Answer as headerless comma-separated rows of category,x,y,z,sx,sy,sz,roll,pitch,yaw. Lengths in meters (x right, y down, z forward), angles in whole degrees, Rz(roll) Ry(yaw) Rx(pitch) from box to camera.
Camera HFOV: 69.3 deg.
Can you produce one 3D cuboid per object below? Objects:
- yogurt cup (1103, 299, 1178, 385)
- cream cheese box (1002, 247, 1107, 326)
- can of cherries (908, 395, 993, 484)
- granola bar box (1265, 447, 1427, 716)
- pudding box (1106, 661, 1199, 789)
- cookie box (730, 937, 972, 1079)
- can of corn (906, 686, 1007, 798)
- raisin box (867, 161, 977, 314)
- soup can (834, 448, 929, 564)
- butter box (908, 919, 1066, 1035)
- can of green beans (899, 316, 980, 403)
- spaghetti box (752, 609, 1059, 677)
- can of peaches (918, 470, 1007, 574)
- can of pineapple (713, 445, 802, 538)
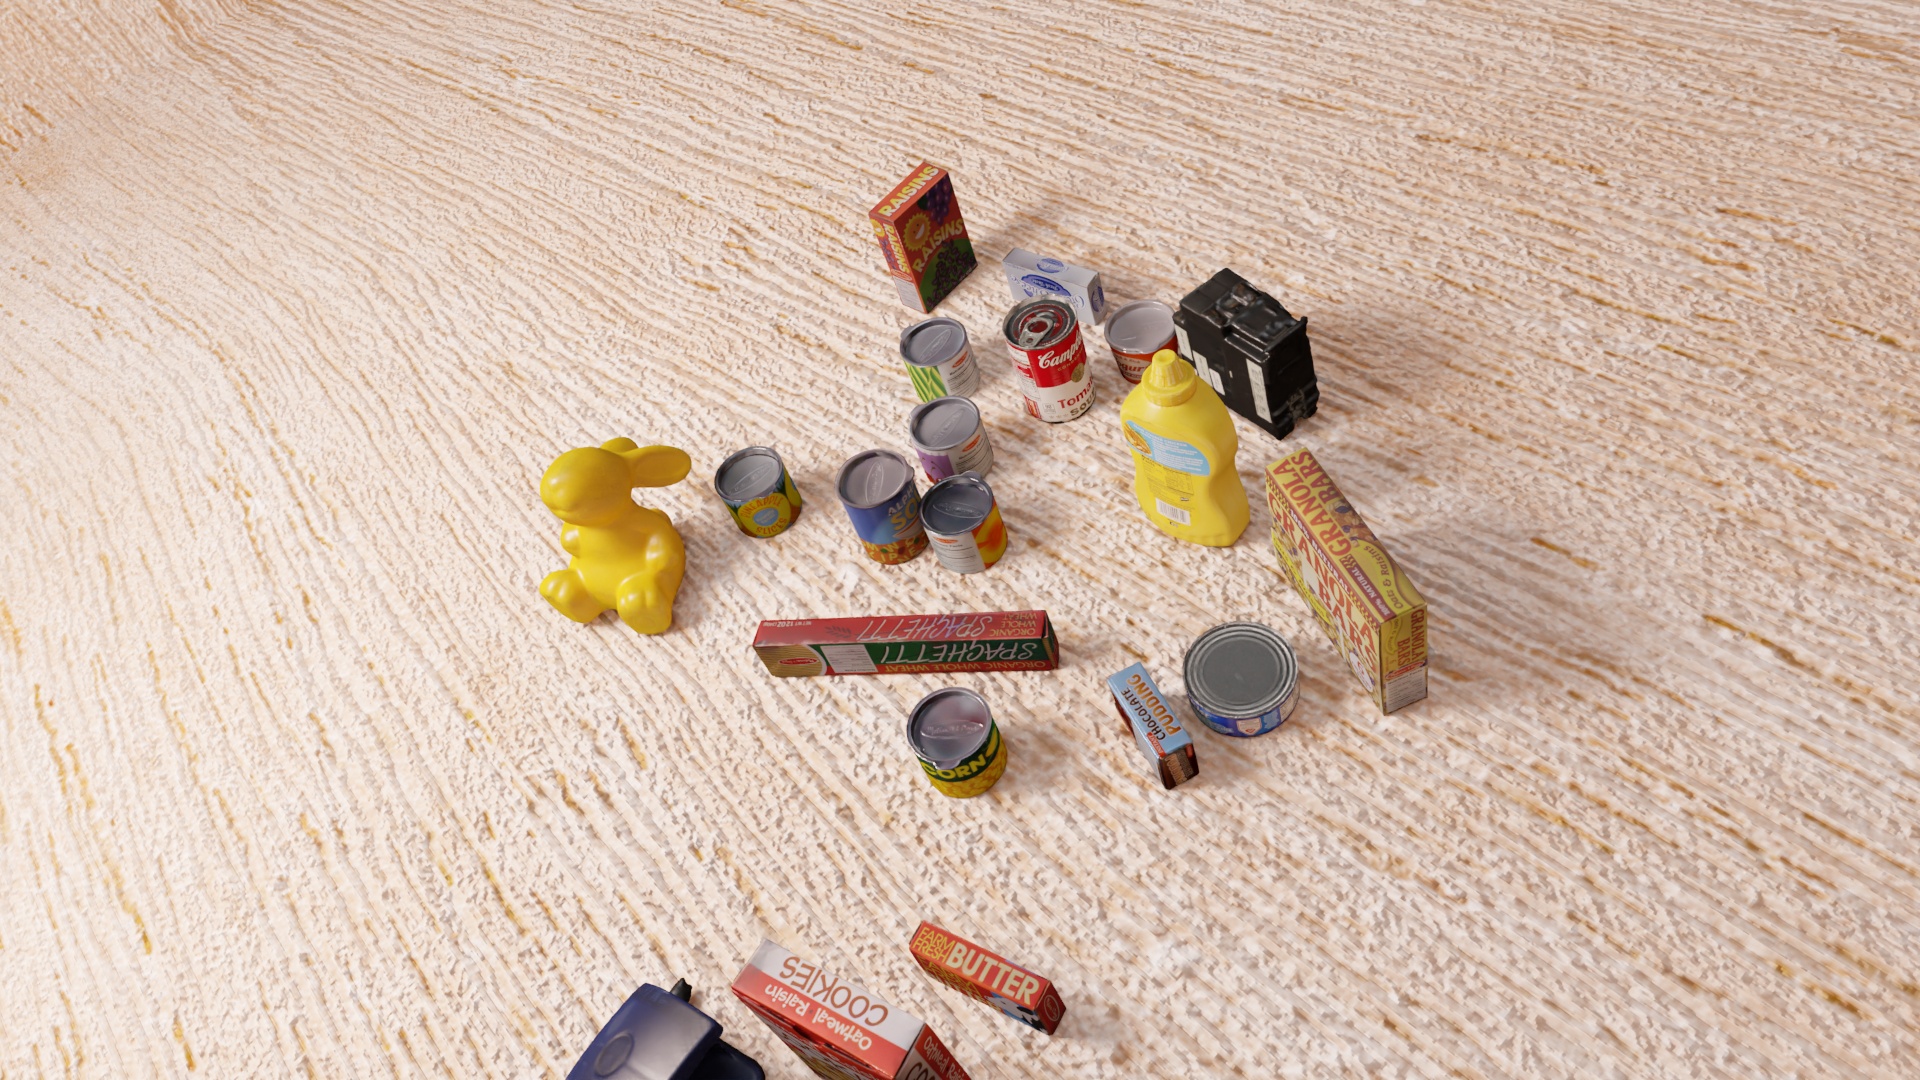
yogurt cup,0.169,-0.180,1.276,0.072,0.053,0.073,-9,50,11
cream cheese box,0.093,-0.248,1.357,0.104,0.053,0.024,24,63,32
can of cherries,-0.009,-0.089,1.258,0.071,0.058,0.072,-9,50,11
granola bar box,0.282,0.030,1.023,0.039,0.123,0.166,-24,49,-2
pudding box,0.142,0.137,1.031,0.030,0.049,0.084,-27,49,-4
cookie box,-0.059,0.321,0.869,0.123,0.166,0.040,17,59,29
can of corn,-0.002,0.156,1.056,0.071,0.058,0.071,-9,50,11
raisin box,-0.036,-0.303,1.398,0.040,0.123,0.086,29,66,34
soup can,-0.063,-0.029,1.210,0.071,0.083,0.072,-9,50,11
butter box,0.017,0.296,0.940,0.103,0.053,0.024,17,60,29
can of green beans,-0.019,-0.170,1.327,0.071,0.057,0.071,-9,50,11
spaghetti box,-0.044,0.085,1.133,0.250,0.050,0.029,-3,52,16
can of peaches,0.004,-0.015,1.194,0.071,0.057,0.071,-9,50,11
can of pineapple,-0.185,-0.043,1.278,0.071,0.057,0.071,-9,50,11
